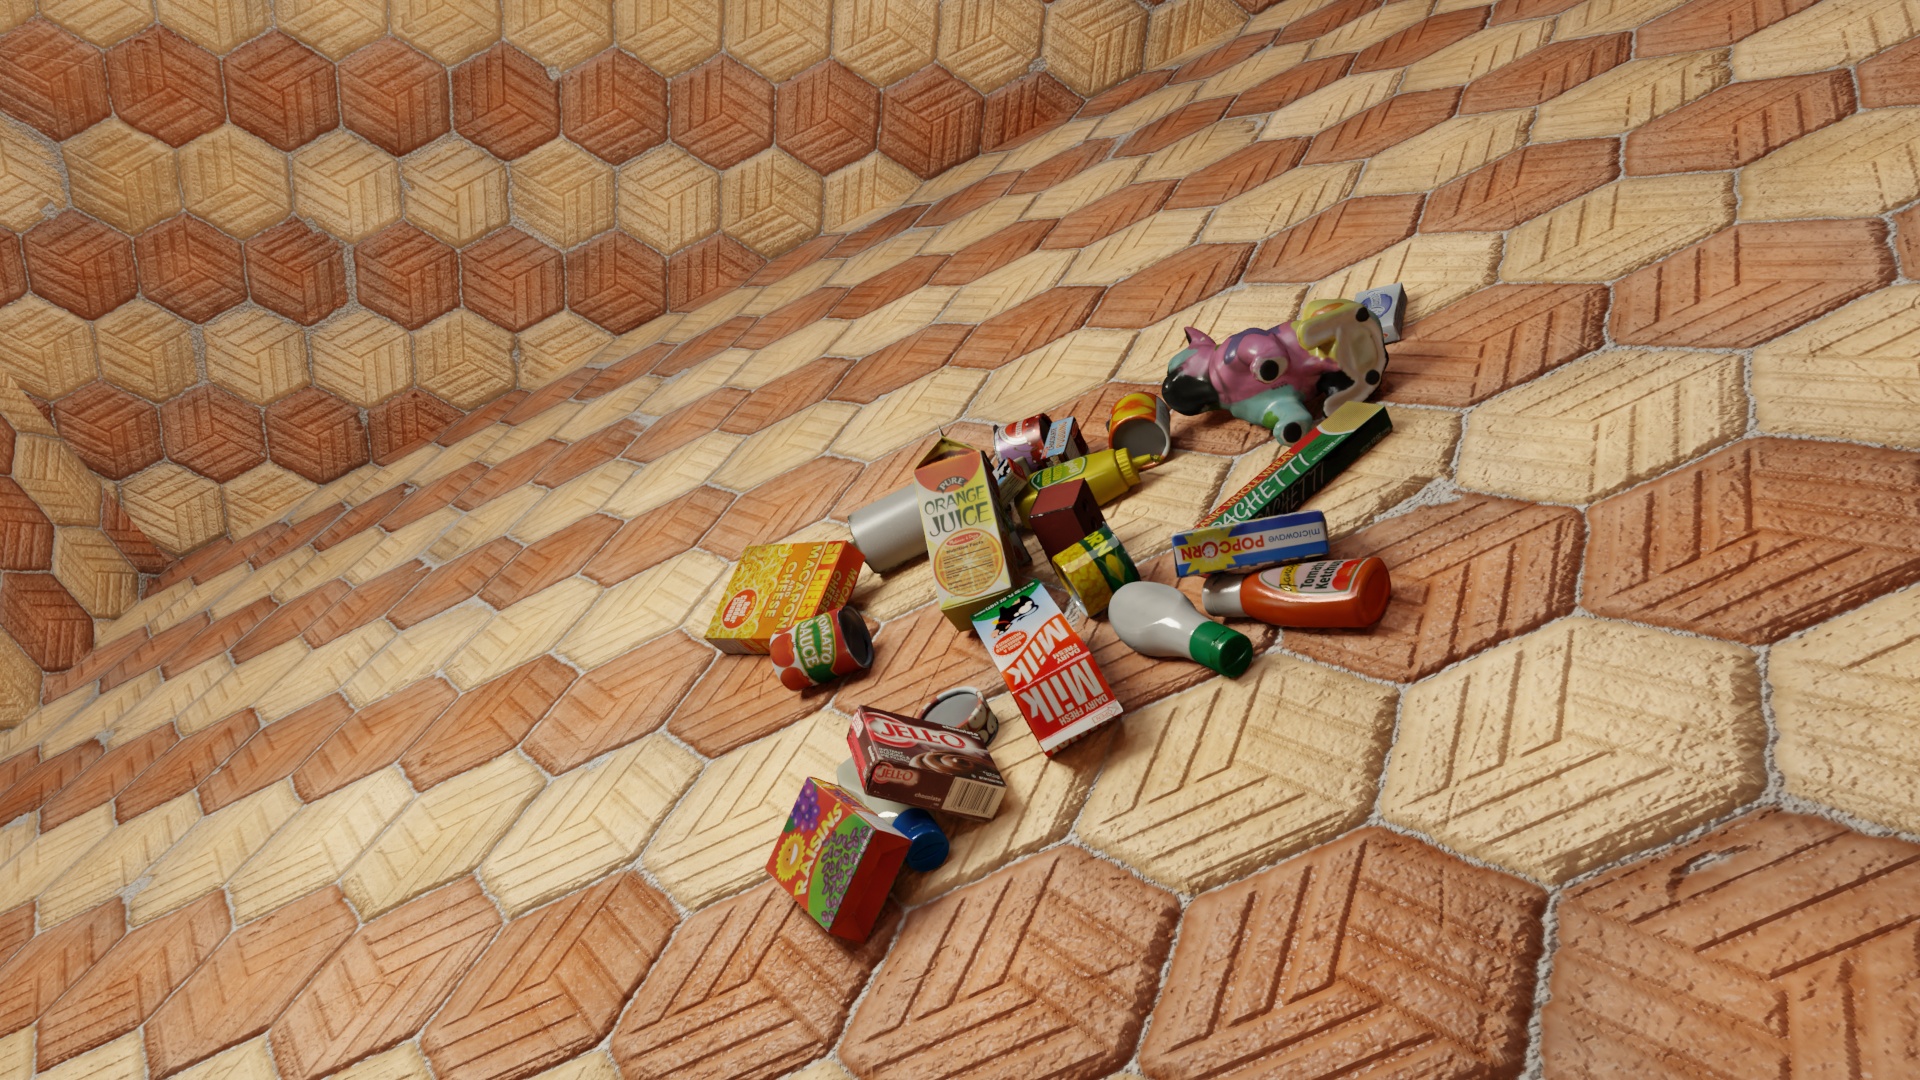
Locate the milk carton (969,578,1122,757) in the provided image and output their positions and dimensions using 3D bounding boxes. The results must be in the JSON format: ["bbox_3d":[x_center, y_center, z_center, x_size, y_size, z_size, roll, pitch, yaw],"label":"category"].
[{"bbox_3d":[0.074,0.112,1.159,0.072,0.073,0.191,-28,25,-1],"label":"milk carton"}]

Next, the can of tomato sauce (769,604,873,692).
[{"bbox_3d":[-0.140,0.108,1.387,0.083,0.071,0.071,-21,26,17],"label":"can of tomato sauce"}]

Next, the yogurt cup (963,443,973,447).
[{"bbox_3d":[-0.007,-0.069,1.595,0.072,0.072,0.054,-26,33,5],"label":"yogurt cup"}]

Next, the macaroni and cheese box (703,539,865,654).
[{"bbox_3d":[-0.192,0.063,1.518,0.166,0.040,0.124,-3,55,41],"label":"macaroni and cheese box"}]

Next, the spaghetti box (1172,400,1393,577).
[{"bbox_3d":[0.300,-0.050,1.289,0.251,0.028,0.050,-37,26,-19],"label":"spaghetti box"}]

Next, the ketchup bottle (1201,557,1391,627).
[{"bbox_3d":[0.269,0.044,1.127,0.148,0.043,0.065,-4,31,42],"label":"ketchup bottle"}]

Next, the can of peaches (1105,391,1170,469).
[{"bbox_3d":[0.189,-0.116,1.482,0.071,0.071,0.058,-20,27,18],"label":"can of peaches"}]

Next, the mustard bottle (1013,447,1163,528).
[{"bbox_3d":[0.135,-0.063,1.455,0.160,0.048,0.065,-21,27,15],"label":"mustard bottle"}]

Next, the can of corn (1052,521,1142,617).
[{"bbox_3d":[0.124,0.027,1.273,0.058,0.071,0.071,-31,25,-4],"label":"can of corn"}]

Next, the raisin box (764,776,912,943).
[{"bbox_3d":[-0.097,0.245,1.080,0.123,0.040,0.086,20,84,57],"label":"raisin box"}]

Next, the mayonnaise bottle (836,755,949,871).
[{"bbox_3d":[-0.052,0.216,1.128,0.065,0.041,0.148,-23,25,-14],"label":"mayonnaise bottle"}]

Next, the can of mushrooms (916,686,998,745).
[{"bbox_3d":[-0.004,0.160,1.196,0.071,0.033,0.071,-22,26,11],"label":"can of mushrooms"}]

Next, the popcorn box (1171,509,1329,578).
[{"bbox_3d":[0.245,0.002,1.172,0.126,0.038,0.085,-10,1,13],"label":"popcorn box"}]

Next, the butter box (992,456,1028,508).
[{"bbox_3d":[0.027,-0.038,1.467,0.103,0.024,0.053,-49,16,12],"label":"butter box"}]

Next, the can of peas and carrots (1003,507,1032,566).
[{"bbox_3d":[0.032,0.003,1.415,0.059,0.070,0.071,-28,25,1],"label":"can of peas and carrots"}]

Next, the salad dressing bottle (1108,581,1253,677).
[{"bbox_3d":[0.182,0.075,1.157,0.064,0.044,0.148,-40,28,-15],"label":"salad dressing bottle"}]

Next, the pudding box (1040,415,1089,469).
[{"bbox_3d":[0.116,-0.095,1.534,0.030,0.049,0.084,-15,29,23],"label":"pudding box"}]

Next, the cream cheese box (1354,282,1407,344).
[{"bbox_3d":[0.451,-0.242,1.504,0.053,0.024,0.104,-11,30,30],"label":"cream cheese box"}]

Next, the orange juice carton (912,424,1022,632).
[{"bbox_3d":[0.005,-0.017,1.351,0.073,0.071,0.193,-17,64,9],"label":"orange juice carton"}]

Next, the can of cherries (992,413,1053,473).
[{"bbox_3d":[0.076,-0.107,1.572,0.058,0.071,0.072,-17,27,23],"label":"can of cherries"}]
